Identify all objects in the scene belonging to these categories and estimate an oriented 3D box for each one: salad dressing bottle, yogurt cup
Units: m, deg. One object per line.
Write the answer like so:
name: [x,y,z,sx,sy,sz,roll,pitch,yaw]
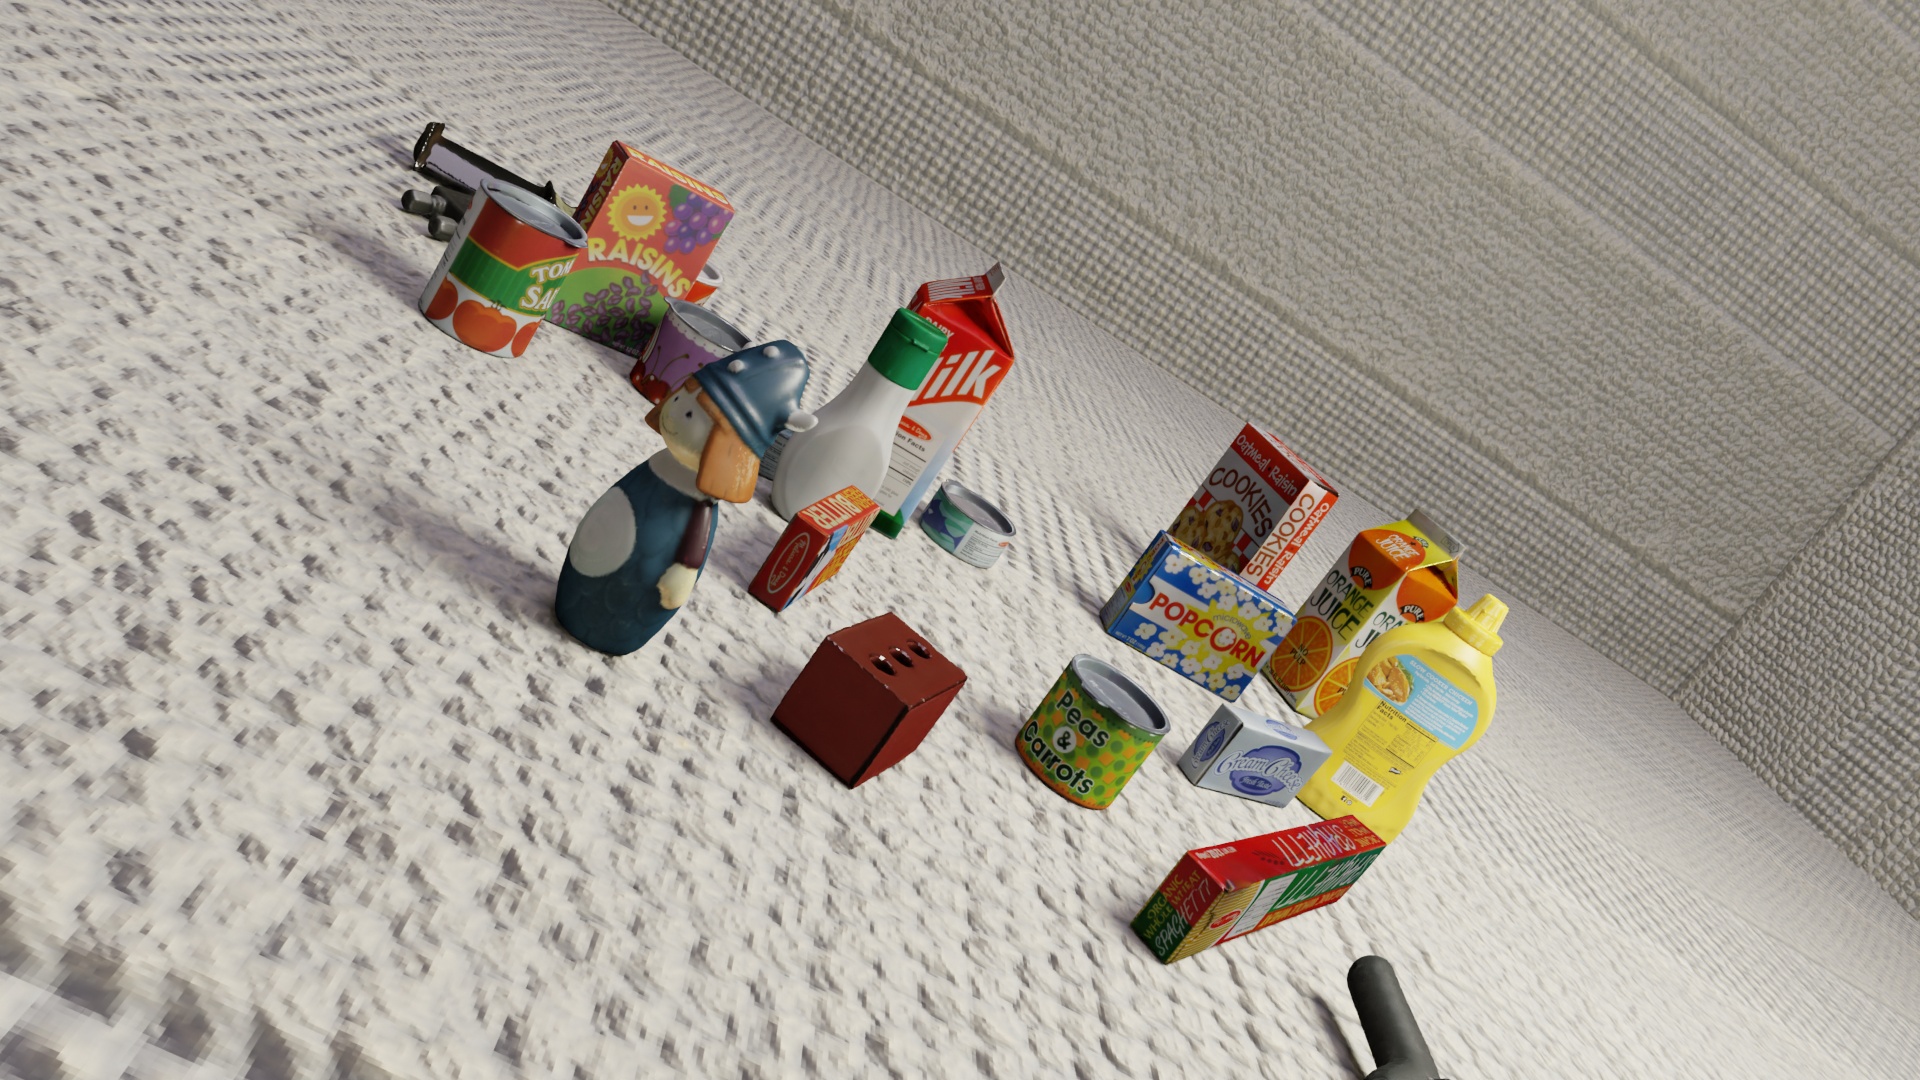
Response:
salad dressing bottle: [-0.061,-0.073,0.857,0.064,0.147,0.044,28,17,-22]
yogurt cup: [-0.222,-0.192,1.050,0.072,0.053,0.072,32,16,-10]

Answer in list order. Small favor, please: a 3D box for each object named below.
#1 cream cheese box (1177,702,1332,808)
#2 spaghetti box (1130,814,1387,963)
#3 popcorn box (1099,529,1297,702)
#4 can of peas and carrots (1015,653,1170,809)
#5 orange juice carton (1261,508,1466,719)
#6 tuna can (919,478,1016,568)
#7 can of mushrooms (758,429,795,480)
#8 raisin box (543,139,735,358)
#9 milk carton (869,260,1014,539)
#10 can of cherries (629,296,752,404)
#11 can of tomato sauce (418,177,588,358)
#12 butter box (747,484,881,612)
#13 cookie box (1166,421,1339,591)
cream cheese box: [0.194,0.143,0.910,0.104,0.053,0.024,21,21,-39]
spaghetti box: [0.170,0.184,0.753,0.029,0.050,0.250,44,19,29]
popcorn box: [0.183,0.059,1.069,0.126,0.085,0.038,29,17,-17]
can of peas and carrots: [0.072,0.106,0.767,0.071,0.058,0.071,32,16,-10]
orange juice carton: [0.349,0.064,1.187,0.073,0.192,0.072,25,18,-30]
tuna can: [0.004,-0.013,1.018,0.071,0.032,0.071,32,16,-10]
can of mushrooms: [-0.127,-0.070,0.924,0.071,0.033,0.071,32,16,-10]
raisin box: [-0.220,-0.192,0.931,0.086,0.123,0.040,22,20,-39]
milk carton: [-0.025,-0.104,0.941,0.073,0.190,0.072,31,16,-14]
can of cherries: [-0.178,-0.119,0.919,0.071,0.058,0.072,32,16,-10]
can of tomato sauce: [-0.266,-0.158,0.814,0.071,0.083,0.071,32,16,-10]
butter box: [-0.080,0.003,0.776,0.024,0.053,0.104,36,16,4]
cookie box: [0.246,-0.008,1.235,0.040,0.167,0.123,26,18,-28]
